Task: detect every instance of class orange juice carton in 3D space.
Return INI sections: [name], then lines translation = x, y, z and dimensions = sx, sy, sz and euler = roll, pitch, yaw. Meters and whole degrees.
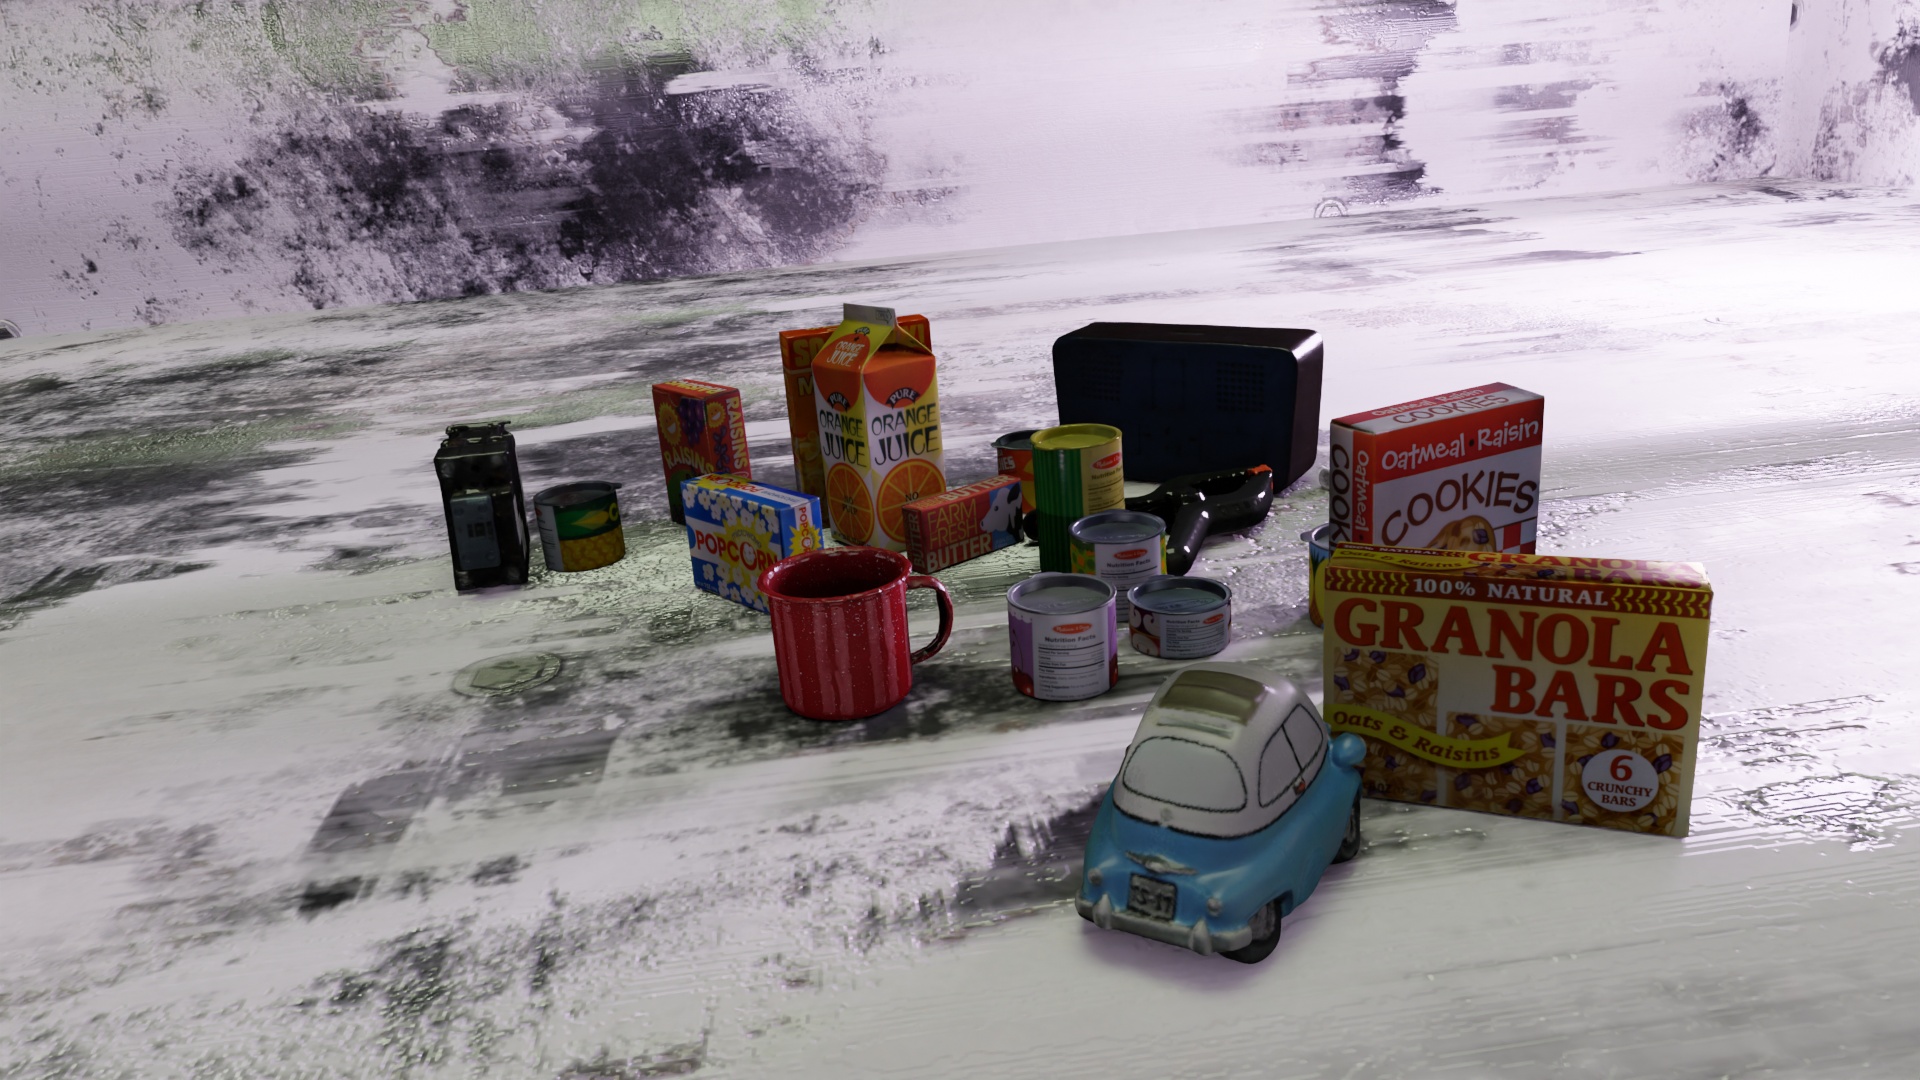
[orange juice carton]
translation = -0.064, -0.092, 1.103
dimensions = 0.073, 0.192, 0.072
euler = -18, 22, -34

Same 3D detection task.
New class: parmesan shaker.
[parmesan shaker]
translation = 0.085, -0.027, 1.018
dimensions = 0.071, 0.102, 0.071
euler = -4, 19, 1

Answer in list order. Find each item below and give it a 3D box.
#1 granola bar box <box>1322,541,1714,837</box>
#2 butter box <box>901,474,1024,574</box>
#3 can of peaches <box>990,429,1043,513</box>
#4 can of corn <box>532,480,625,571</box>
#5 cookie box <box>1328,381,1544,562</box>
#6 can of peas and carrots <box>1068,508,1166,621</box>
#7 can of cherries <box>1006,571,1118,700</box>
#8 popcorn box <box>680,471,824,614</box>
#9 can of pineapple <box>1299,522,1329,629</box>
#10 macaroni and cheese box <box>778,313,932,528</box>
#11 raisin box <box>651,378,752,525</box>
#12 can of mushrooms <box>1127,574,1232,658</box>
[granola bar box]
translation = 0.261, 0.068, 0.666
dimensions = 0.165, 0.123, 0.039
euler = 4, 20, 23
[butter box]
translation = 0.004, -0.013, 1.074
dimensions = 0.104, 0.053, 0.024
euler = -18, 23, -35
[can of peaches]
translation = 0.062, -0.059, 1.186
dimensions = 0.071, 0.058, 0.071
euler = -4, 19, 1
[can of corn]
translation = -0.308, -0.013, 1.136
dimensions = 0.071, 0.058, 0.071
euler = -4, 19, 1
[cookie box]
translation = 0.267, 0.004, 0.786
dimensions = 0.123, 0.166, 0.040
euler = -13, 20, -23
[can of peas and carrots]
translation = 0.108, 0.016, 0.954
dimensions = 0.071, 0.058, 0.071
euler = -4, 19, 1
[can of cherries]
translation = 0.062, 0.057, 0.846
dimensions = 0.071, 0.058, 0.072
euler = -4, 19, 1
[popcorn box]
translation = -0.150, 0.002, 1.014
dimensions = 0.038, 0.085, 0.127
euler = -21, 24, -39
[can of pineapple]
translation = 0.257, 0.023, 0.900
dimensions = 0.071, 0.057, 0.071
euler = -4, 19, 1
[macaroni and cheese box]
translation = -0.082, -0.101, 1.175
dimensions = 0.124, 0.165, 0.040
euler = -10, 19, -15
[raisin box]
translation = -0.220, -0.072, 1.188
dimensions = 0.040, 0.123, 0.086
euler = -20, 24, -38
[can of mushrooms]
translation = 0.140, 0.048, 0.893
dimensions = 0.071, 0.033, 0.071
euler = -4, 19, 1
